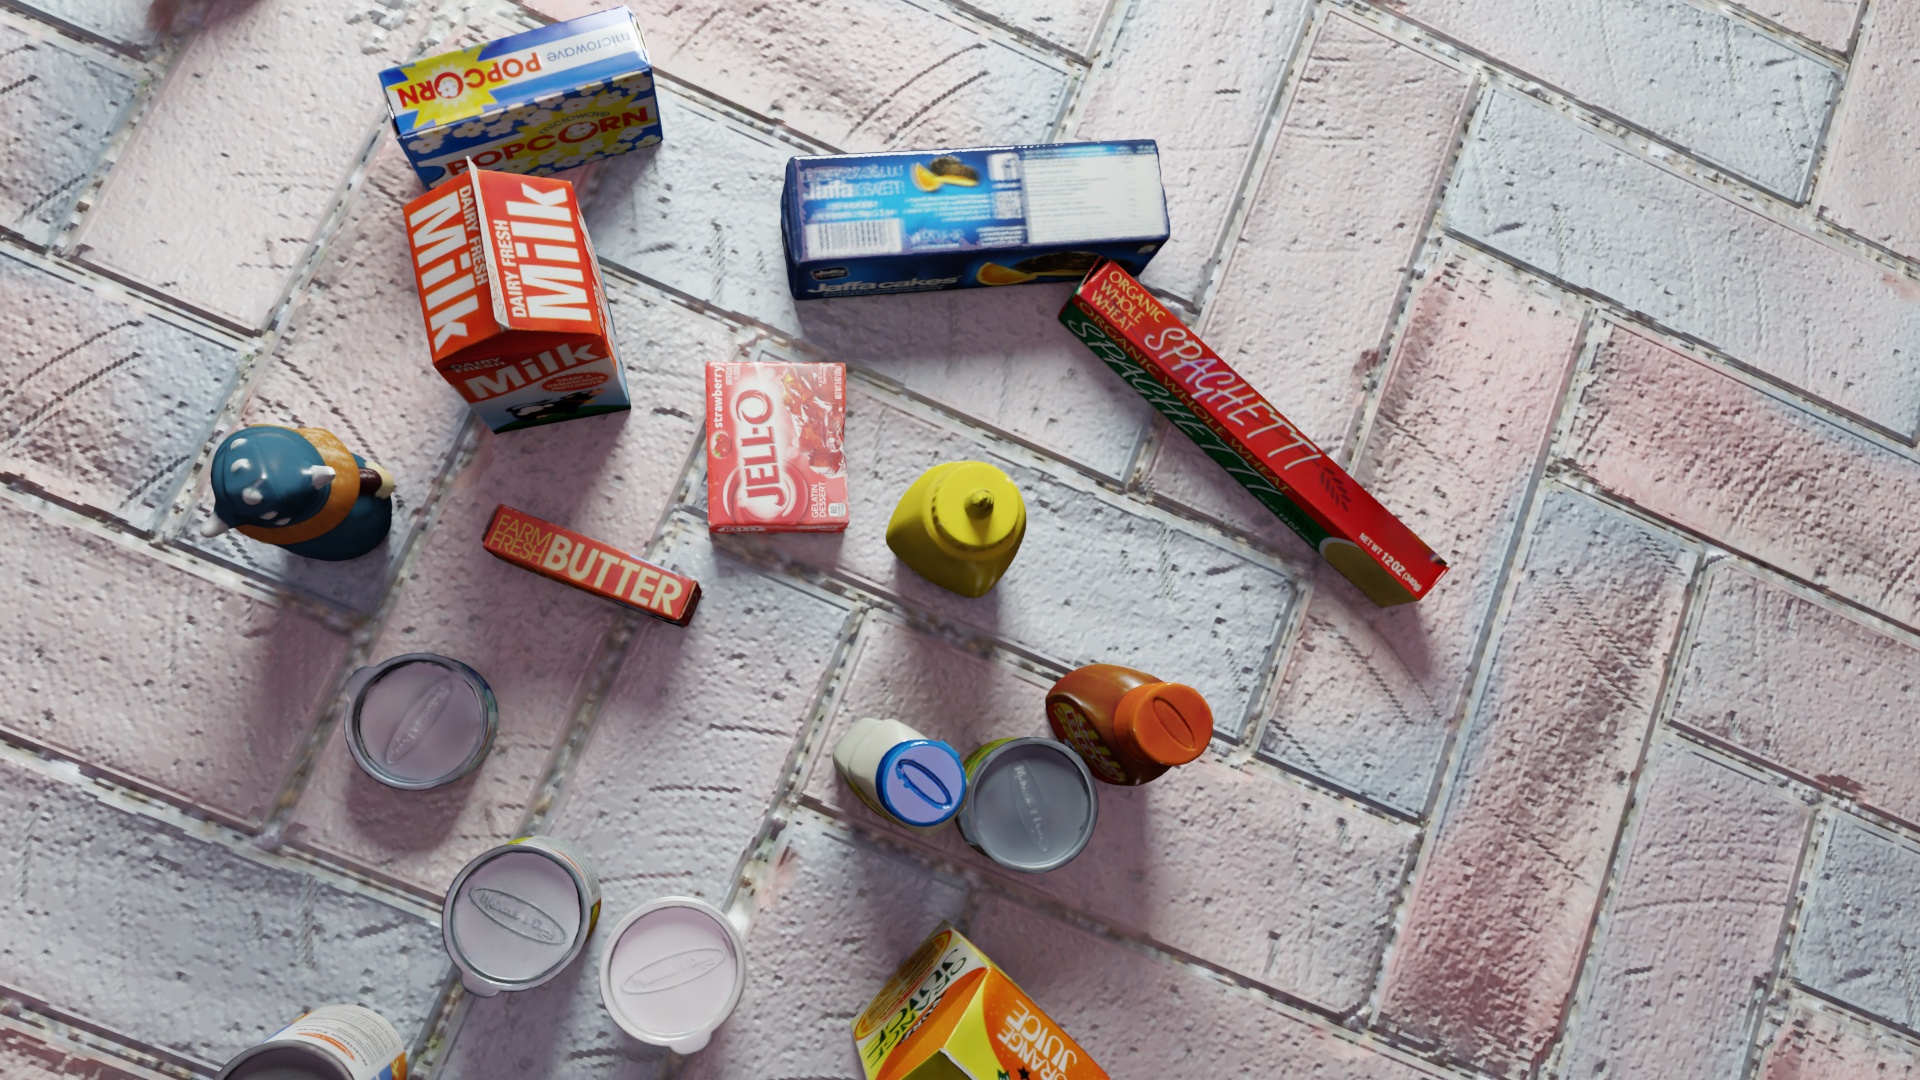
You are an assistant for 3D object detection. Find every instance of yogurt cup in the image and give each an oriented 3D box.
[{"bbox_3d":[-0.137,0.204,0.670,0.072,0.054,0.072,1,81,-8],"label":"yogurt cup"}]

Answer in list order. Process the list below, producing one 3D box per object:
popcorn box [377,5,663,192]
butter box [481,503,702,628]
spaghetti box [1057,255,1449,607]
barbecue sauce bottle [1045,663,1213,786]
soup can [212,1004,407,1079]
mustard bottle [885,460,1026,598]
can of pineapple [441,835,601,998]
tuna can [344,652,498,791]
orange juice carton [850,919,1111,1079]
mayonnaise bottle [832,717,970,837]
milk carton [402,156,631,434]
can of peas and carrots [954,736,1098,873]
[{"bbox_3d":[-0.219,-0.219,0.706,0.127,0.085,0.038,-20,85,-11],"label":"popcorn box"},{"bbox_3d":[-0.182,0.014,0.693,0.103,0.053,0.024,22,79,-5],"label":"butter box"},{"bbox_3d":[0.156,-0.057,0.756,0.250,0.050,0.029,42,78,-1],"label":"spaghetti box"},{"bbox_3d":[0.082,0.089,0.673,0.044,0.148,0.065,-37,89,-12],"label":"barbecue sauce bottle"},{"bbox_3d":[-0.294,0.252,0.624,0.071,0.083,0.071,1,82,-8],"label":"soup can"},{"bbox_3d":[0.002,-0.008,0.669,0.065,0.160,0.049,31,79,-3],"label":"mustard bottle"},{"bbox_3d":[-0.209,0.177,0.661,0.071,0.057,0.071,1,82,-8],"label":"can of pineapple"},{"bbox_3d":[-0.264,0.087,0.679,0.071,0.032,0.071,1,81,-8],"label":"tuna can"},{"bbox_3d":[0.006,0.231,0.617,0.072,0.192,0.073,44,78,-1],"label":"orange juice carton"},{"bbox_3d":[-0.026,0.112,0.653,0.065,0.148,0.041,41,78,-1],"label":"mayonnaise bottle"},{"bbox_3d":[-0.201,-0.107,0.638,0.073,0.190,0.072,-12,84,-10],"label":"milk carton"},{"bbox_3d":[0.029,0.134,0.704,0.071,0.058,0.071,1,82,-8],"label":"can of peas and carrots"}]
